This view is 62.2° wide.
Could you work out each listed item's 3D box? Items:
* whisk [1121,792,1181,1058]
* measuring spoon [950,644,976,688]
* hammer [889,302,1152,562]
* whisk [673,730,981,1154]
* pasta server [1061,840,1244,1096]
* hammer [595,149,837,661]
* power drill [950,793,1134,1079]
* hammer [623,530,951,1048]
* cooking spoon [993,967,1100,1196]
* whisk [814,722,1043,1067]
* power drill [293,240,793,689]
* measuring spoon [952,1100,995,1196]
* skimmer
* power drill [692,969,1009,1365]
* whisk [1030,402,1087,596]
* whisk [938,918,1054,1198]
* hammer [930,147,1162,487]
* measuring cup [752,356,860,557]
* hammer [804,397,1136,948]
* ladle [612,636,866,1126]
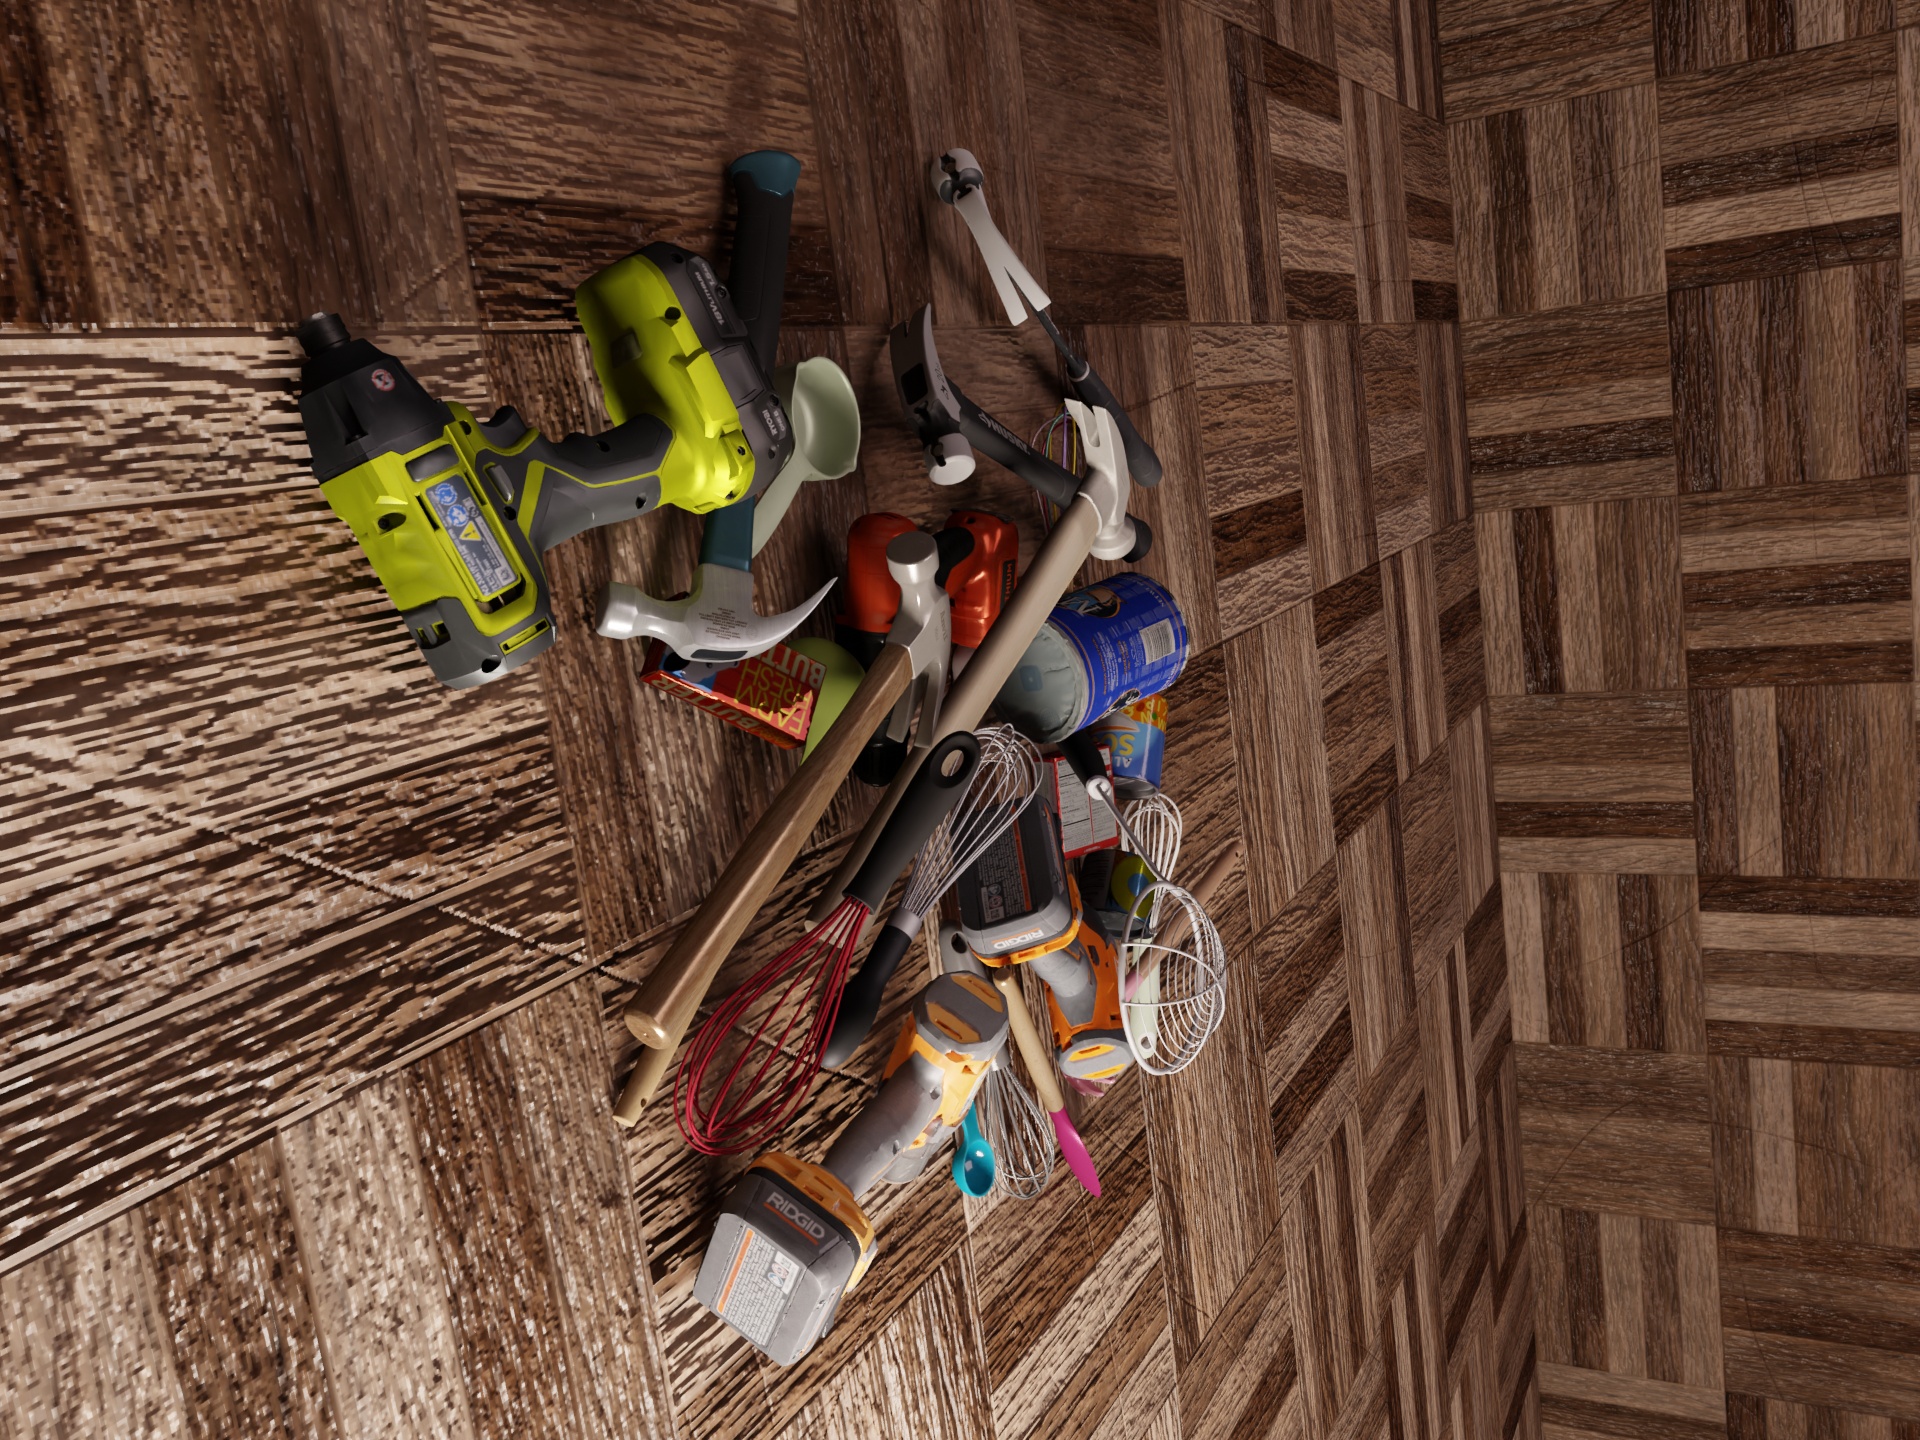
[{"bbox_3d":[0.170,0.185,1.452,0.057,0.059,0.246,2,90,-17],"label":"whisk"},{"bbox_3d":[-0.002,-0.004,1.180,0.034,0.018,0.124,50,47,-48],"label":"measuring spoon"},{"bbox_3d":[0.057,-0.193,1.200,0.334,0.035,0.146,22,44,-54],"label":"hammer"},{"bbox_3d":[-0.071,0.124,0.941,0.296,0.073,0.073,-56,138,-20],"label":"whisk"},{"bbox_3d":[0.174,0.208,1.398,0.316,0.040,0.060,-44,116,-35],"label":"pasta server"},{"bbox_3d":[-0.127,-0.190,0.922,0.128,0.033,0.331,13,69,-25],"label":"hammer"},{"bbox_3d":[0.067,0.155,1.218,0.226,0.084,0.164,59,17,-46],"label":"power drill"},{"bbox_3d":[-0.087,0.045,0.901,0.331,0.031,0.129,-58,153,-34],"label":"hammer"},{"bbox_3d":[0.066,0.281,1.216,0.069,0.017,0.318,54,-11,43],"label":"cooking spoon"},{"bbox_3d":[-0.025,0.113,1.083,0.285,0.070,0.070,-59,138,-29],"label":"whisk"},{"bbox_3d":[-0.197,-0.140,0.764,0.223,0.080,0.171,-41,112,-43],"label":"power drill"},{"bbox_3d":[-0.003,0.287,1.171,0.042,0.021,0.128,-12,90,-56],"label":"measuring spoon"},{"bbox_3d":[0.099,0.100,1.169,0.127,0.090,0.364,55,4,-39],"label":"skimmer"},{"bbox_3d":[-0.062,0.274,0.961,0.226,0.084,0.185,-43,161,-46],"label":"power drill"},{"bbox_3d":[0.083,-0.140,1.320,0.051,0.047,0.245,-1,94,-48],"label":"whisk"},{"bbox_3d":[0.023,0.255,1.188,0.055,0.055,0.239,-40,118,-54],"label":"whisk"},{"bbox_3d":[0.094,-0.294,1.309,0.408,0.036,0.149,38,25,-59],"label":"hammer"},{"bbox_3d":[-0.114,-0.155,0.975,0.083,0.038,0.168,60,42,-39],"label":"measuring cup"},{"bbox_3d":[0.011,-0.031,1.065,0.411,0.038,0.146,-58,152,-25],"label":"hammer"},{"bbox_3d":[-0.133,0.085,0.934,0.320,0.062,0.078,-65,152,-28],"label":"ladle"}]
